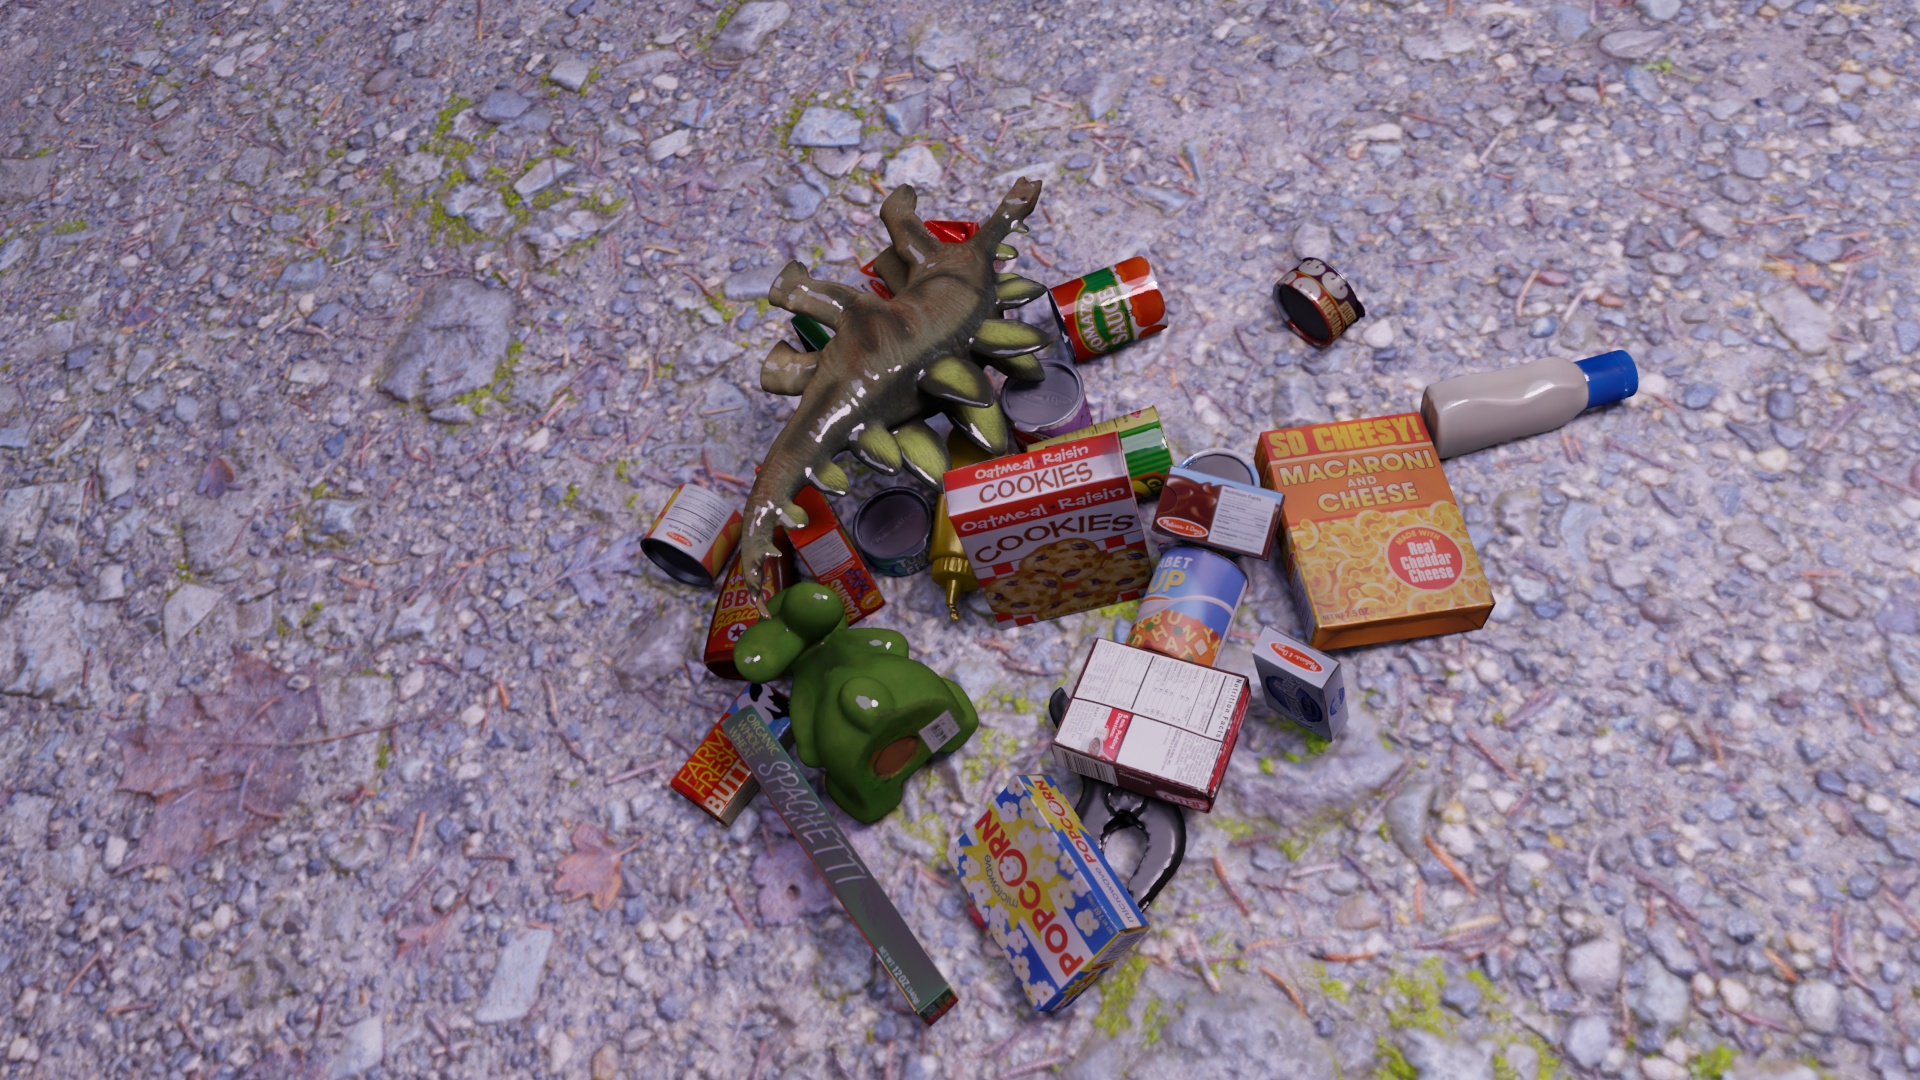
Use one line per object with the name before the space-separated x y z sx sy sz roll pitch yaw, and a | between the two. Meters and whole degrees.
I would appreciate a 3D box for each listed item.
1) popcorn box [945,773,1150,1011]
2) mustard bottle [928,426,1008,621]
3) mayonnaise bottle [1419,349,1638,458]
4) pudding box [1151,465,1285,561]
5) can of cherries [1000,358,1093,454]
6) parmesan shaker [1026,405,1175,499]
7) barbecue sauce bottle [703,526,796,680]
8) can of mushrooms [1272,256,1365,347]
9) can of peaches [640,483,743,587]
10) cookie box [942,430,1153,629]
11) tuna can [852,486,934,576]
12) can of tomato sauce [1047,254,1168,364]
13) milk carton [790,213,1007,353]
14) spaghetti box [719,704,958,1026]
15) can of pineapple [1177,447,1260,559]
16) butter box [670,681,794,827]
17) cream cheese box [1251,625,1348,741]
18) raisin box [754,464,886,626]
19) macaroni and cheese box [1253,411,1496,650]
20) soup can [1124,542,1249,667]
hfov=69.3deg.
popcorn box | 0.054 0.227 0.904 0.085 0.038 0.127 -52 53 24
mustard bottle | 0.004 -0.013 1.072 0.049 0.065 0.161 4 65 13
mayonnaise bottle | 0.414 -0.104 1.015 0.148 0.064 0.041 -15 53 2
pudding box | 0.181 -0.019 0.975 0.084 0.030 0.049 15 89 13
can of cherries | 0.068 -0.100 1.109 0.071 0.058 0.072 -6 59 11
parmesan shaker | 0.109 -0.057 1.070 0.103 0.071 0.071 -18 57 6
barbecue sauce bottle | -0.158 0.036 1.098 0.065 0.043 0.149 -4 58 18
can of mushrooms | 0.282 -0.187 1.097 0.033 0.070 0.071 -40 58 -9
can of peaches | -0.216 -0.003 1.125 0.071 0.071 0.058 16 62 24
cookie box | 0.067 -0.004 0.985 0.123 0.166 0.040 -14 57 7
tuna can | -0.048 -0.005 1.099 0.071 0.032 0.071 -7 58 12
can of tomato sauce | 0.122 -0.190 1.143 0.083 0.071 0.071 -21 57 2
milk carton | -0.042 -0.204 1.195 0.191 0.072 0.073 -38 58 -8
spaghetti box | -0.086 0.216 0.949 0.029 0.050 0.251 -35 63 -11
can of pineapple | 0.190 -0.025 1.030 0.071 0.057 0.071 -7 58 12
butter box | -0.164 0.157 1.037 0.053 0.024 0.104 28 71 27
cream cheese box | 0.226 0.095 0.919 0.053 0.103 0.024 29 76 29
raisin box | -0.106 -0.001 1.058 0.040 0.123 0.086 -31 56 -3
macaroni and cheese box | 0.290 -0.009 0.991 0.124 0.040 0.167 -7 57 -2
soup can | 0.157 0.054 0.984 0.071 0.071 0.084 16 65 23
